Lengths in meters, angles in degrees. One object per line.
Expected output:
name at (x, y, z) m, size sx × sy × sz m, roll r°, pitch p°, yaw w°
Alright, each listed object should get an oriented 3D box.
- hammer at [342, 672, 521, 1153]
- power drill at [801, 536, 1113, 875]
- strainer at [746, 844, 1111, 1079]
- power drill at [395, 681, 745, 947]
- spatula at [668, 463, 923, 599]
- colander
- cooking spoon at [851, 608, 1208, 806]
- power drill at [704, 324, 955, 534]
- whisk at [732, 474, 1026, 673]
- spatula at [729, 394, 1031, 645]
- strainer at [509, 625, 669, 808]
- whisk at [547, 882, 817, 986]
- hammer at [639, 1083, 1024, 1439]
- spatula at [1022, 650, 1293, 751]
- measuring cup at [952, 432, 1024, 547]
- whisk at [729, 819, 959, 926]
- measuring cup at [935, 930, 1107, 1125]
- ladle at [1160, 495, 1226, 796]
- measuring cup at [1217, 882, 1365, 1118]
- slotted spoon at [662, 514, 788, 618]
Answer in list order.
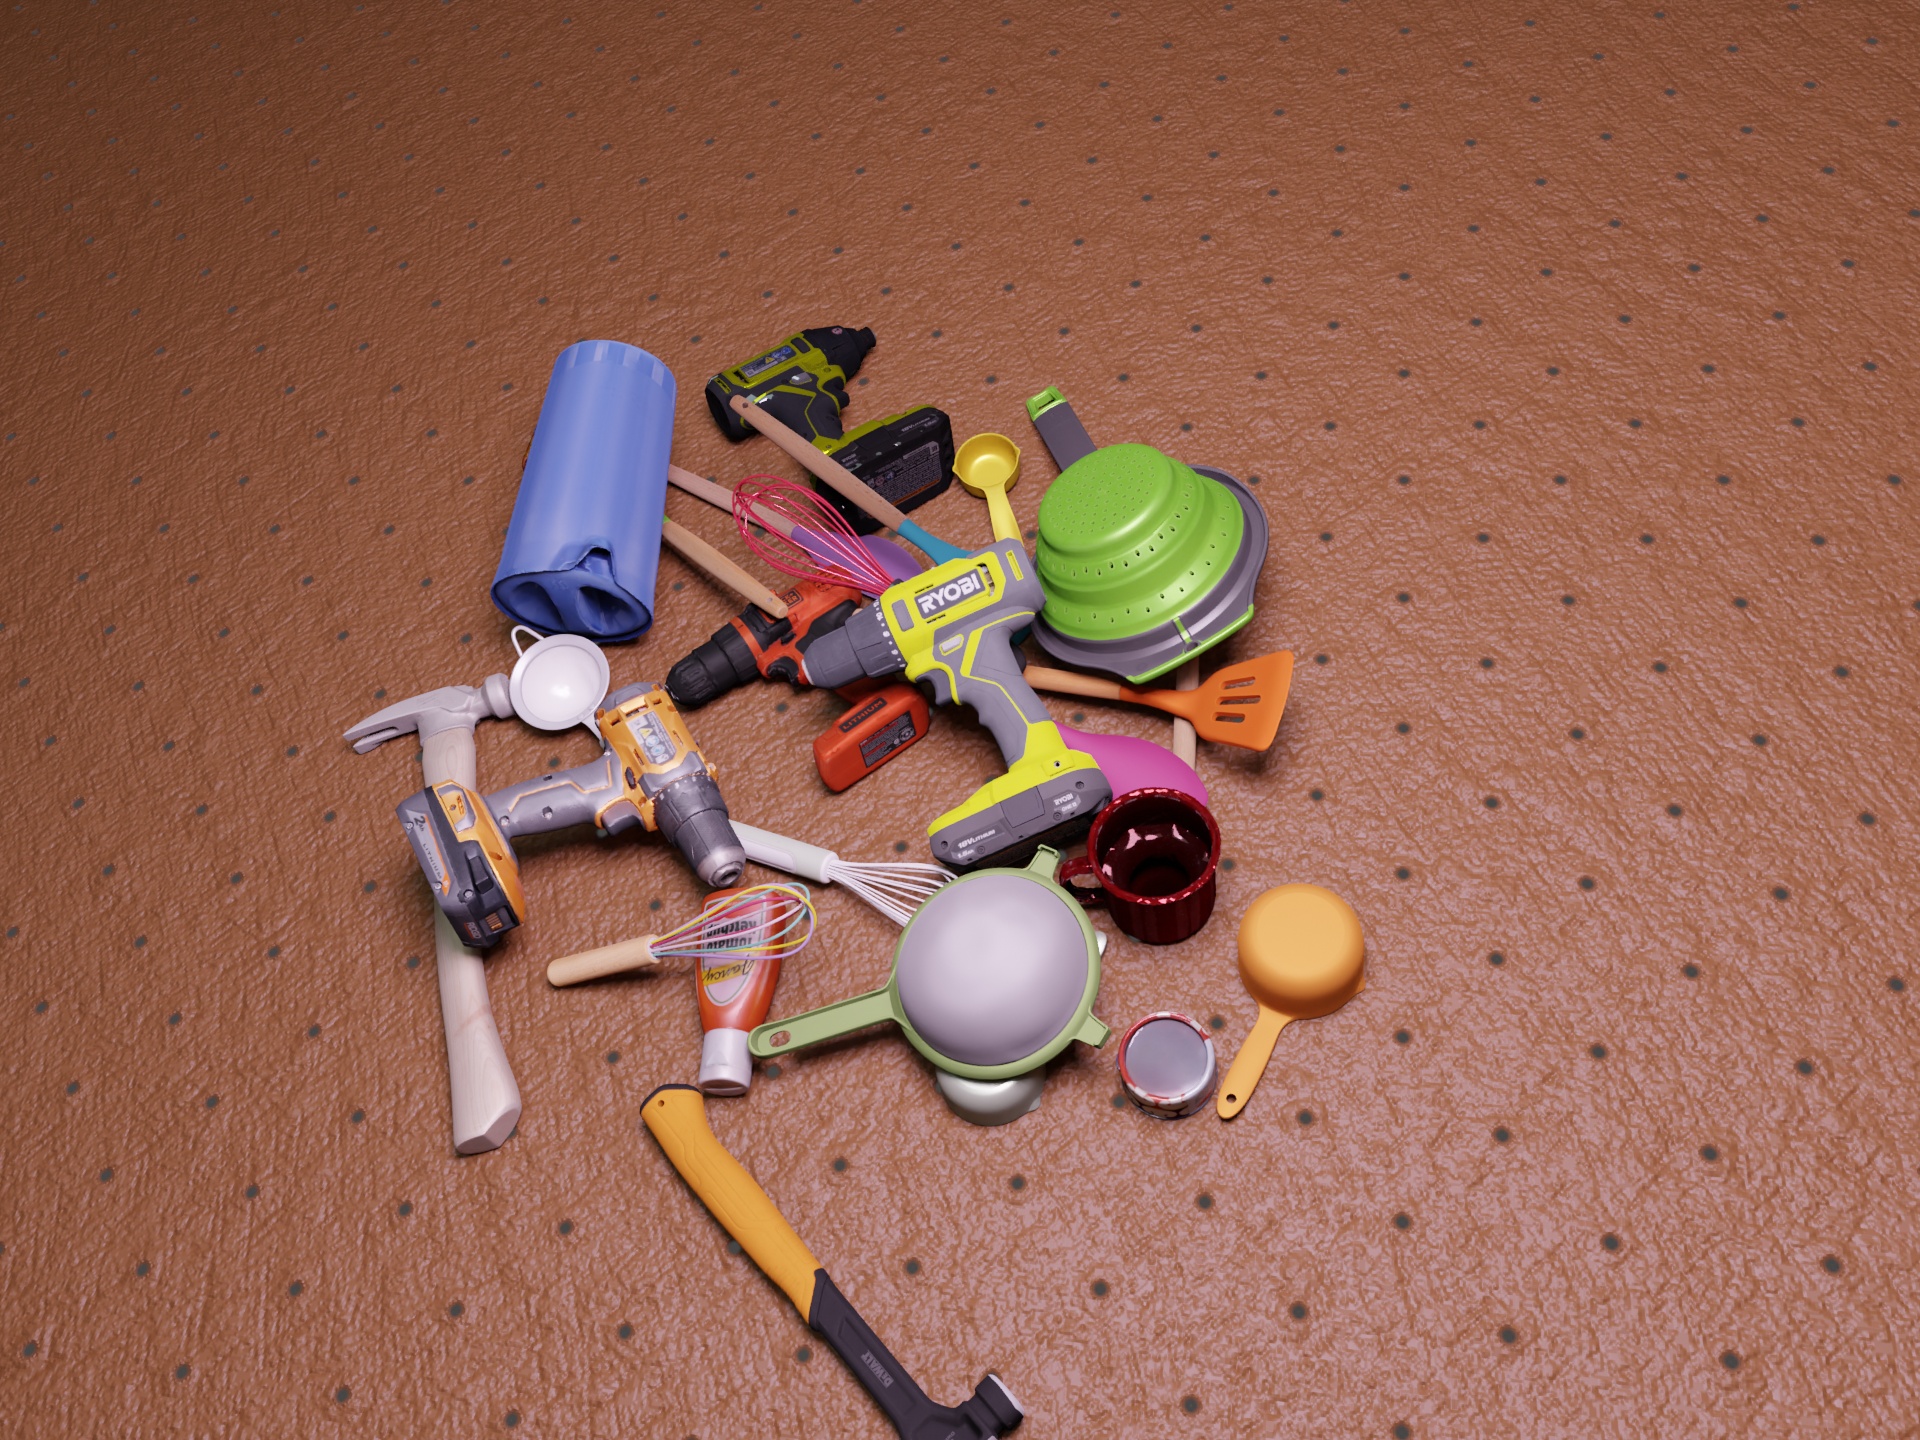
hammer at (-0.405, 0.145, 1.252) m, size 0.146 × 0.038 × 0.411 m, roll -18°, pitch 55°, yaw 1°
power drill at (-0.002, -0.004, 1.188) m, size 0.190 × 0.080 × 0.229 m, roll -24°, pitch 73°, yaw 6°
strainer at (-0.034, 0.178, 1.082) m, size 0.256 × 0.069 × 0.152 m, roll -19°, pitch 60°, yaw 7°
power drill at (-0.287, 0.086, 1.208) m, size 0.226 × 0.084 × 0.186 m, roll -27°, pitch 60°, yaw -17°
spatula at (-0.166, -0.180, 1.430) m, size 0.316 × 0.018 × 0.060 m, roll 26°, pitch 63°, yaw 25°
colander at (0.106, -0.196, 1.290) m, size 0.204 × 0.094 × 0.398 m, roll -30°, pitch 41°, yaw 8°
cooking spoon at (0.046, -0.007, 1.226) m, size 0.319 × 0.017 × 0.069 m, roll 31°, pitch 75°, yaw 17°
power drill at (-0.108, -0.278, 1.450) m, size 0.171 × 0.080 × 0.223 m, roll -30°, pitch 53°, yaw -17°
whisk at (-0.071, -0.115, 1.287) m, size 0.296 × 0.073 × 0.073 m, roll 32°, pitch 68°, yaw 16°
spatula at (-0.069, -0.171, 1.325) m, size 0.317 × 0.044 × 0.082 m, roll 38°, pitch 76°, yaw 10°
strainer at (-0.293, 0.014, 1.315) m, size 0.087 × 0.050 × 0.259 m, roll -40°, pitch 64°, yaw -8°
whisk at (-0.207, 0.158, 1.156) m, size 0.245 × 0.047 × 0.051 m, roll -17°, pitch 54°, yaw 27°
hammer at (-0.114, 0.368, 1.044) m, size 0.127 × 0.034 × 0.337 m, roll -39°, pitch 58°, yaw -16°
spatula at (0.102, -0.031, 1.236) m, size 0.323 × 0.041 × 0.081 m, roll 10°, pitch 71°, yaw 28°
measuring cup at (0.036, -0.180, 1.390) m, size 0.062 × 0.029 × 0.157 m, roll -16°, pitch 67°, yaw 4°
whisk at (-0.093, 0.115, 1.203) m, size 0.246 × 0.057 × 0.059 m, roll 15°, pitch 30°, yaw 25°
measuring cup at (0.048, 0.206, 1.114) m, size 0.083 × 0.038 × 0.167 m, roll 32°, pitch 70°, yaw 28°
ladle at (0.183, -0.055, 1.268) m, size 0.078 × 0.062 × 0.320 m, roll 0°, pitch 64°, yaw 12°
measuring cup at (0.215, 0.188, 1.083) m, size 0.095 × 0.052 × 0.174 m, roll 21°, pitch 61°, yaw 23°
slotted spoon at (-0.242, -0.160, 1.392) m, size 0.070 × 0.031 × 0.314 m, roll -46°, pitch 50°, yaw -9°
